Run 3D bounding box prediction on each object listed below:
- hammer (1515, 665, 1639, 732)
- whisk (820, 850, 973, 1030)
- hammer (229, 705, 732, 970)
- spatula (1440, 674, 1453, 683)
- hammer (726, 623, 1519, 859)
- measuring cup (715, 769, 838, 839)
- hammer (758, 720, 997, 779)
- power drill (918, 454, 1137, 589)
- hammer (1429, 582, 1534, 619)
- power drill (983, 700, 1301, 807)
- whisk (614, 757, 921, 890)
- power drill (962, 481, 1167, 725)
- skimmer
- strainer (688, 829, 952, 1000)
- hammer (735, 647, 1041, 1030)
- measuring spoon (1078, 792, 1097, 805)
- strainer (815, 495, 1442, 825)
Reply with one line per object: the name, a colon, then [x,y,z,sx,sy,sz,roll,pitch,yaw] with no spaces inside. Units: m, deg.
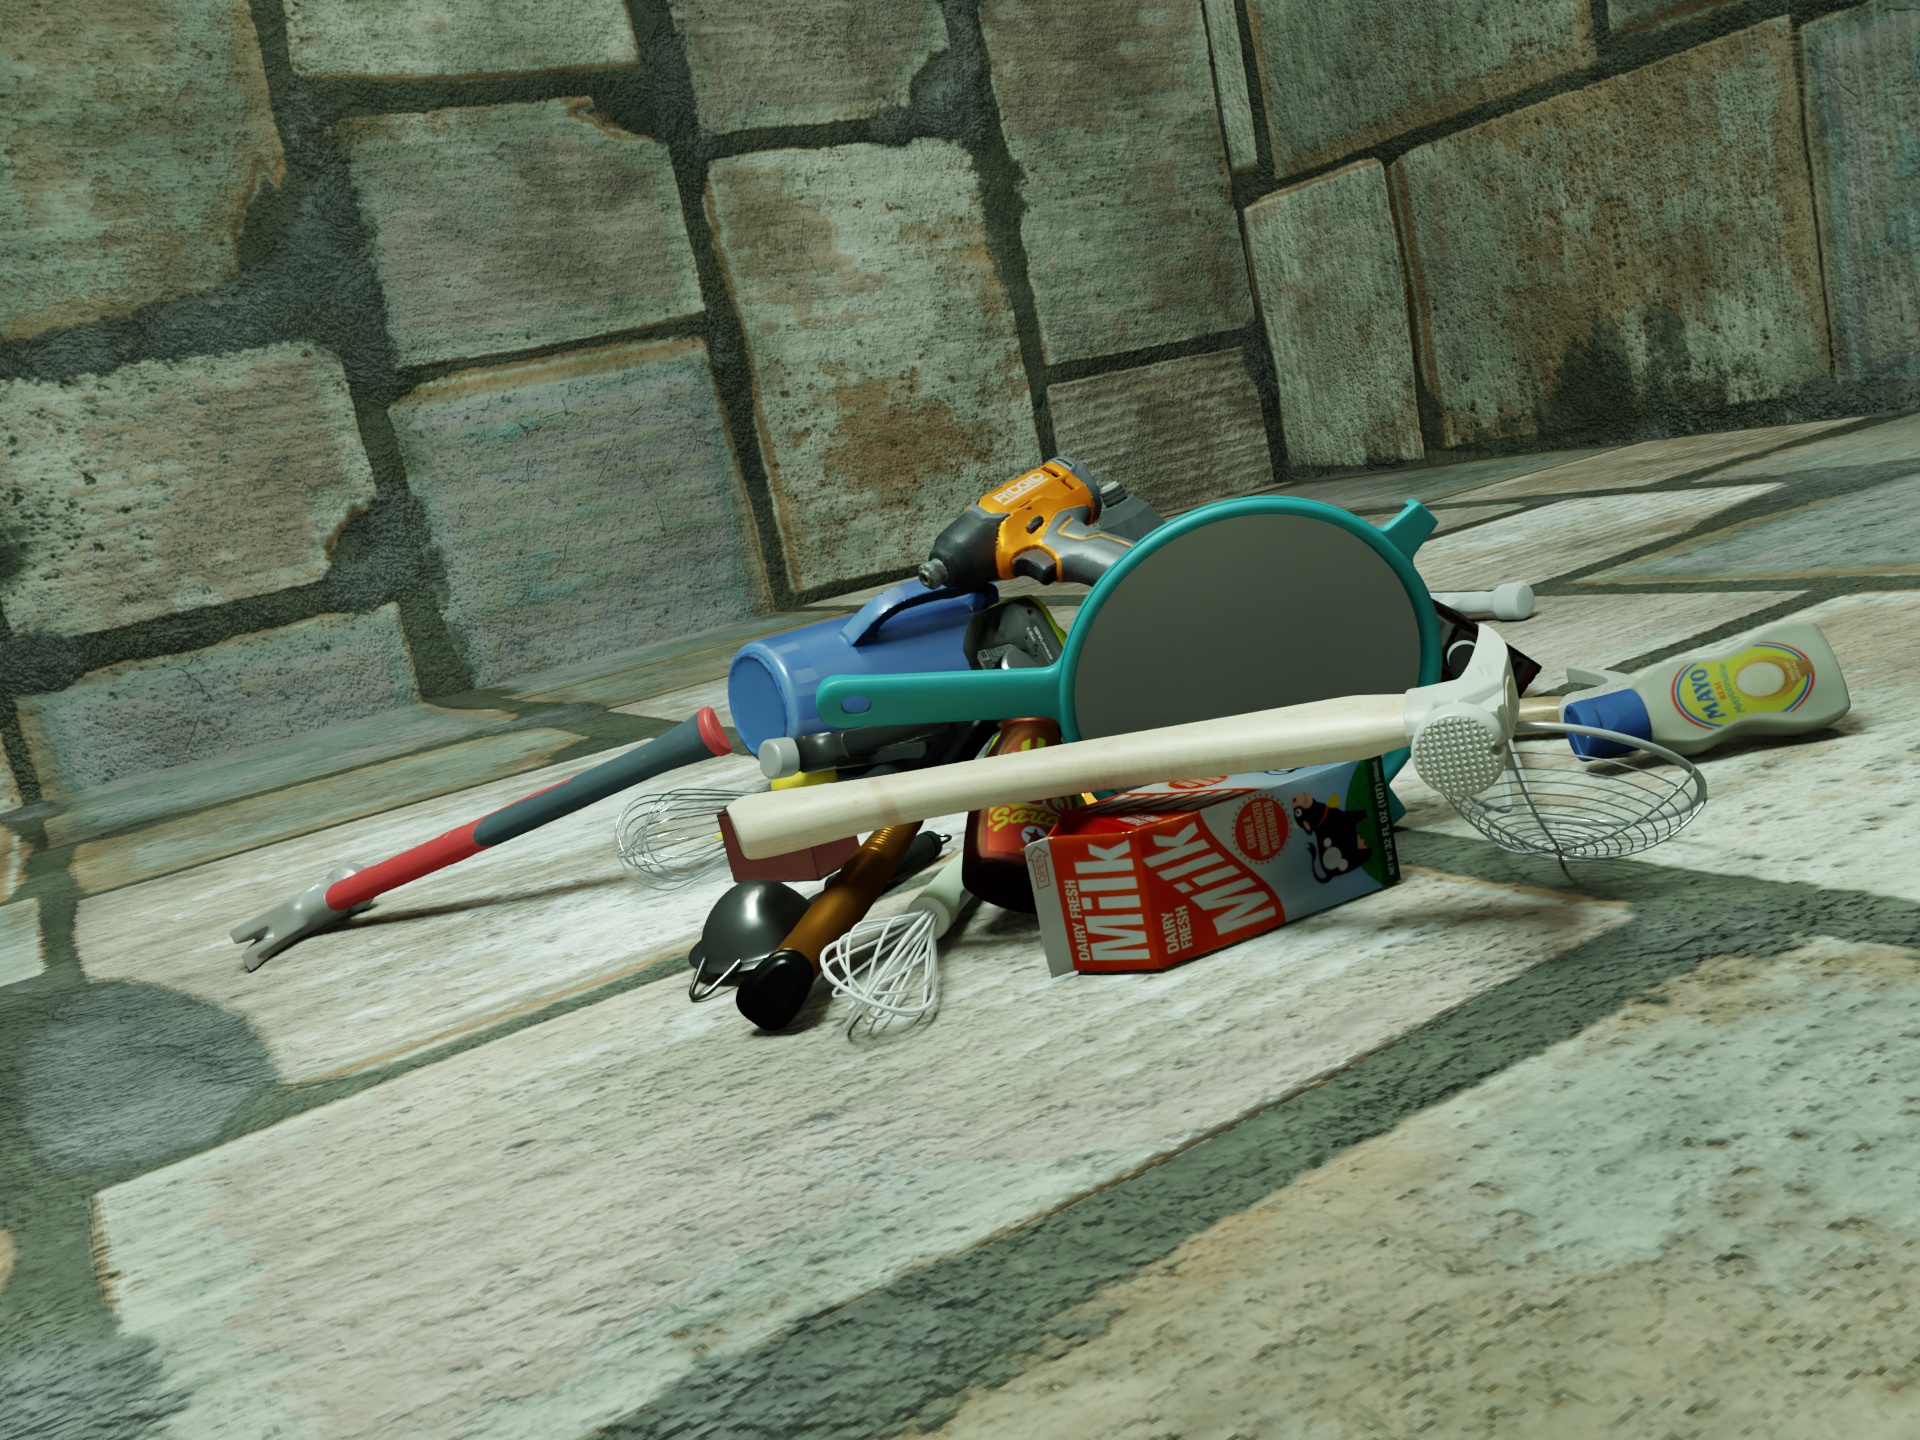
hammer: [0.297,0.002,1.094,0.331,0.031,0.130,-5,12,34]
whisk: [-0.019,0.109,0.854,0.059,0.057,0.246,25,15,8]
hammer: [-0.339,0.081,1.140,0.386,0.038,0.143,-23,7,17]
spatula: [0.222,-0.049,1.111,0.322,0.041,0.081,8,24,-37]
hammer: [0.066,0.021,0.799,0.410,0.038,0.146,-10,15,26]
measuring cup: [-0.150,0.063,1.272,0.062,0.029,0.156,-6,9,28]
hammer: [-0.002,-0.004,1.178,0.146,0.035,0.335,-7,-6,-40]
power drill: [0.087,-0.105,1.168,0.164,0.084,0.227,-33,49,-28]
hammer: [0.326,-0.082,1.388,0.405,0.035,0.144,-11,7,-38]
power drill: [0.119,0.030,1.025,0.228,0.080,0.190,-13,10,7]
whisk: [-0.129,0.067,1.182,0.284,0.070,0.070,-13,9,-39]
power drill: [0.111,-0.082,1.296,0.223,0.171,0.080,-39,16,-37]
skimmer: [0.315,-0.012,0.895,0.127,0.090,0.363,12,21,6]
strainer: [-0.079,0.102,0.964,0.087,0.050,0.258,-4,10,34]
hammer: [-0.044,0.072,0.923,0.127,0.034,0.337,-52,0,34]
measuring spoon: [0.091,0.061,0.906,0.021,0.011,0.117,-24,42,-10]
strainer: [0.090,-0.033,0.893,0.340,0.210,0.095,-3,25,-3]
